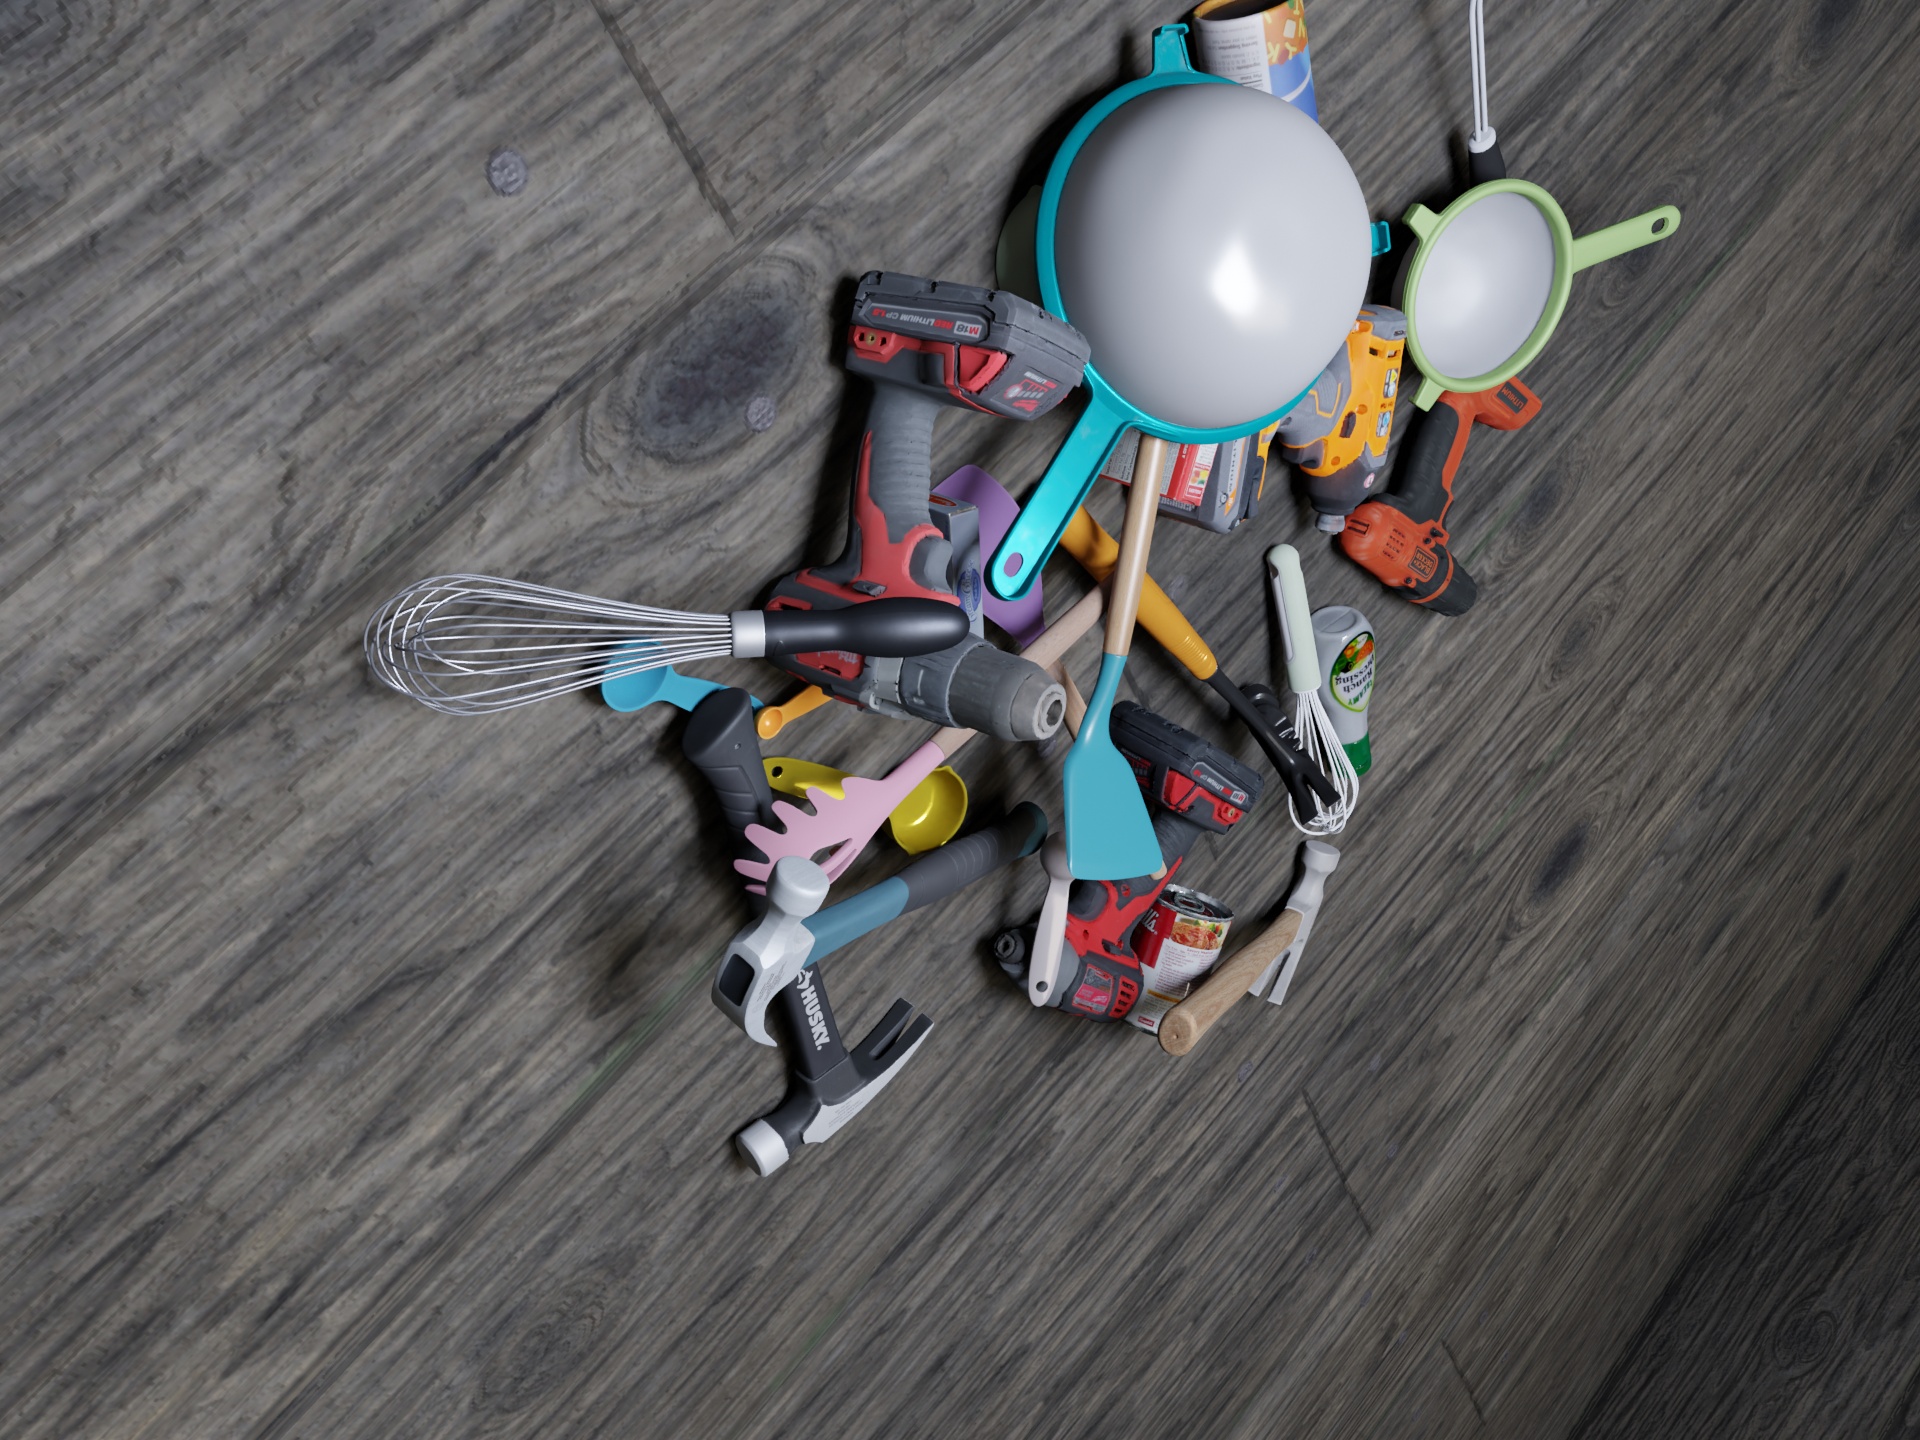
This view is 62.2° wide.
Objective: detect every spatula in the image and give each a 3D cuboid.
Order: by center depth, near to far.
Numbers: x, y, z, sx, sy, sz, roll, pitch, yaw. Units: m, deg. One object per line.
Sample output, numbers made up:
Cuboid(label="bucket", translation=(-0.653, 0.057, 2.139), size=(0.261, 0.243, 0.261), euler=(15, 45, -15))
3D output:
Cuboid(label="spatula", translation=(0.106, -0.063, 0.952), size=(0.082, 0.044, 0.317), euler=(1, 102, -40))
Cuboid(label="spatula", translation=(0.066, -0.022, 1.013), size=(0.060, 0.018, 0.315), euler=(-40, 117, -22))

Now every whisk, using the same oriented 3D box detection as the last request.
Cuboid(label="whisk", translation=(-0.134, -0.039, 0.758), size=(0.284, 0.070, 0.070), euler=(-3, 114, -12))
Cuboid(label="whisk", translation=(0.264, -0.019, 1.219), size=(0.059, 0.058, 0.246), euler=(-19, 113, -10))

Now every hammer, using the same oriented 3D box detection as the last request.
Cuboid(label="hammer", translation=(-0.032, 0.100, 0.936), size=(0.331, 0.033, 0.128), euler=(-19, 143, -59))
Cuboid(label="hammer", translation=(-0.102, 0.122, 0.950), size=(0.146, 0.035, 0.334), euler=(-33, 131, -28))
Cuboid(label="hammer", translation=(0.151, -0.050, 1.075), size=(0.034, 0.127, 0.336), euler=(-38, 132, 14))
Cuboid(label="hammer", translation=(0.221, 0.190, 1.225), size=(0.331, 0.031, 0.130), euler=(-19, 127, -61))

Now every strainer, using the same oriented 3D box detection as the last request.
Cuboid(label="strainer", translation=(0.121, -0.210, 0.874), size=(0.210, 0.095, 0.340), euler=(35, 79, -22))
Cuboid(label="strainer", translation=(0.415, -0.341, 1.180), size=(0.256, 0.069, 0.151), euler=(-23, 123, -17))

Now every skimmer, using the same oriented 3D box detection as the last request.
Cuboid(label="skimmer", translation=(0.333, -0.460, 1.102), size=(0.127, 0.090, 0.362), euler=(-48, 145, -11))

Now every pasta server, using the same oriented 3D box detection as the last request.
Cuboid(label="pasta server", translation=(-0.001, -0.003, 0.929), size=(0.316, 0.040, 0.060), euler=(-42, 142, -23))

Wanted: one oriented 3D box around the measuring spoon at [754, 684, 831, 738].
Cuboid(label="measuring spoon", translation=(-0.078, -0.023, 0.929), size=(0.117, 0.011, 0.021), euler=(-36, 138, -36))

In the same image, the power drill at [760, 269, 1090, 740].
Cuboid(label="power drill", translation=(-0.005, -0.107, 0.836), size=(0.080, 0.188, 0.226), euler=(8, 100, -56))

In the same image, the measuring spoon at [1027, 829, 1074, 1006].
Cuboid(label="measuring spoon", translation=(0.064, 0.135, 1.063), size=(0.034, 0.018, 0.124), euler=(8, 100, -11))

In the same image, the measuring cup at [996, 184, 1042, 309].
Cuboid(label="measuring cup", translation=(0.095, -0.289, 0.947), size=(0.167, 0.038, 0.083), euler=(-31, 128, -27))

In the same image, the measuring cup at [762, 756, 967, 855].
Cuboid(label="measuring cup", translation=(-0.064, 0.041, 0.970), size=(0.156, 0.029, 0.062), euler=(17, 99, -37))

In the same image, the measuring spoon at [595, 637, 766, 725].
Cuboid(label="measuring spoon", translation=(-0.151, -0.018, 0.864), size=(0.128, 0.021, 0.042), euler=(22, 99, -56))

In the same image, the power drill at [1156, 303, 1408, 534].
Cuboid(label="power drill", translation=(0.218, -0.193, 1.084), size=(0.226, 0.084, 0.164), euler=(-19, 122, -41))

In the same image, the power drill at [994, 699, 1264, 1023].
Cuboid(label="power drill", translation=(0.111, 0.106, 1.129), size=(0.143, 0.079, 0.219), euler=(28, 92, -46))
